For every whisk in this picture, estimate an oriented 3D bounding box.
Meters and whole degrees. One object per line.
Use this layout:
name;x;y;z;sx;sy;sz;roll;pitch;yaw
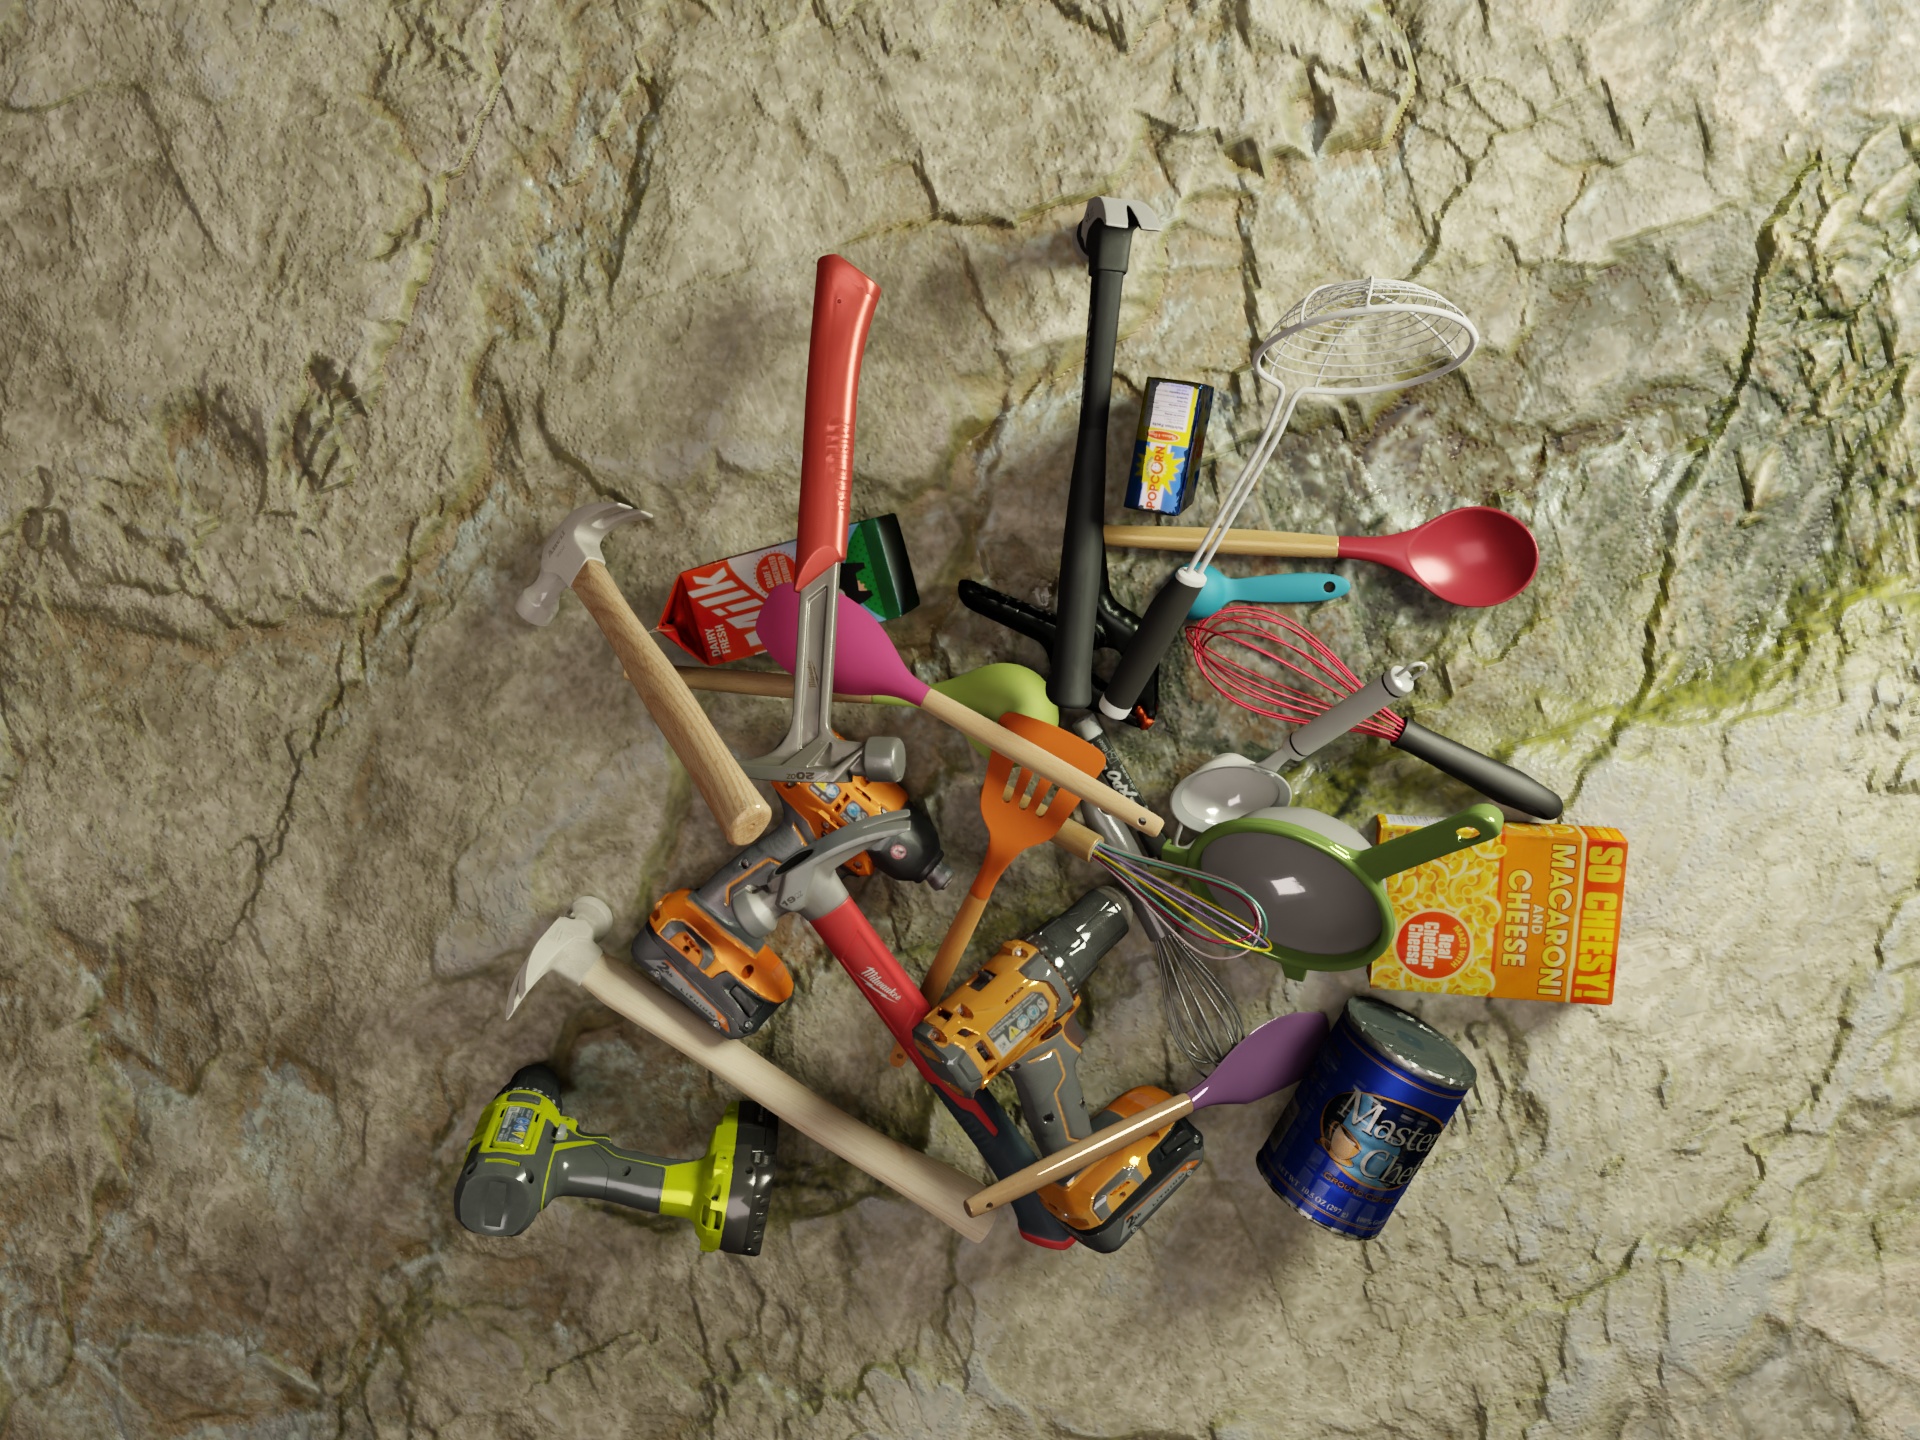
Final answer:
whisk;0.147;0.158;1.178;0.055;0.055;0.239;-27;92;14
whisk;0.114;0.102;1.133;0.245;0.047;0.051;28;135;26
whisk;0.290;-0.001;1.115;0.296;0.073;0.073;26;105;-2

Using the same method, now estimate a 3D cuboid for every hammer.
hammer;0.087;-0.175;1.048;0.035;0.146;0.335;4;97;-6
hammer;-0.215;-0.037;1.103;0.130;0.031;0.332;-54;51;19
hammer;-0.103;-0.137;1.090;0.149;0.036;0.359;3;88;13
hammer;-0.003;0.243;1.178;0.143;0.038;0.386;-30;110;10
hammer;-0.151;0.283;1.214;0.410;0.146;0.038;34;111;-4

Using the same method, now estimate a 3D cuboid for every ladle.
ladle;-0.088;-0.017;1.162;0.320;0.062;0.078;5;66;7
ladle;0.238;-0.121;1.113;0.315;0.031;0.069;5;95;10

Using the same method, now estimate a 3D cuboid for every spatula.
spatula;0.008;0.139;1.173;0.081;0.041;0.322;23;122;-2
spatula;0.140;0.279;1.126;0.316;0.018;0.059;-19;110;-24

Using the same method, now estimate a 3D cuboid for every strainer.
strainer;0.227;0.020;1.092;0.086;0.050;0.258;20;145;-23
strainer;0.269;0.087;1.084;0.151;0.069;0.256;43;142;-12

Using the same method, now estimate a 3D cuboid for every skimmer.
skimmer;0.186;-0.122;1.009;0.127;0.090;0.363;5;129;-30

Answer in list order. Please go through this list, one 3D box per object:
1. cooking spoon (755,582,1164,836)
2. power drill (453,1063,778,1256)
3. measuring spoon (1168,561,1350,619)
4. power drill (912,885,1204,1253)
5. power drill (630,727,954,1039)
cooking spoon;-0.002;-0.004;1.099;0.319;0.017;0.068;29;102;7
power drill;-0.260;0.332;1.226;0.228;0.191;0.080;9;103;-7
measuring spoon;0.210;-0.092;1.125;0.128;0.021;0.042;-1;102;11
power drill;0.090;0.247;1.155;0.185;0.084;0.226;-40;112;-19
power drill;-0.122;0.129;1.199;0.164;0.084;0.226;40;101;-1
